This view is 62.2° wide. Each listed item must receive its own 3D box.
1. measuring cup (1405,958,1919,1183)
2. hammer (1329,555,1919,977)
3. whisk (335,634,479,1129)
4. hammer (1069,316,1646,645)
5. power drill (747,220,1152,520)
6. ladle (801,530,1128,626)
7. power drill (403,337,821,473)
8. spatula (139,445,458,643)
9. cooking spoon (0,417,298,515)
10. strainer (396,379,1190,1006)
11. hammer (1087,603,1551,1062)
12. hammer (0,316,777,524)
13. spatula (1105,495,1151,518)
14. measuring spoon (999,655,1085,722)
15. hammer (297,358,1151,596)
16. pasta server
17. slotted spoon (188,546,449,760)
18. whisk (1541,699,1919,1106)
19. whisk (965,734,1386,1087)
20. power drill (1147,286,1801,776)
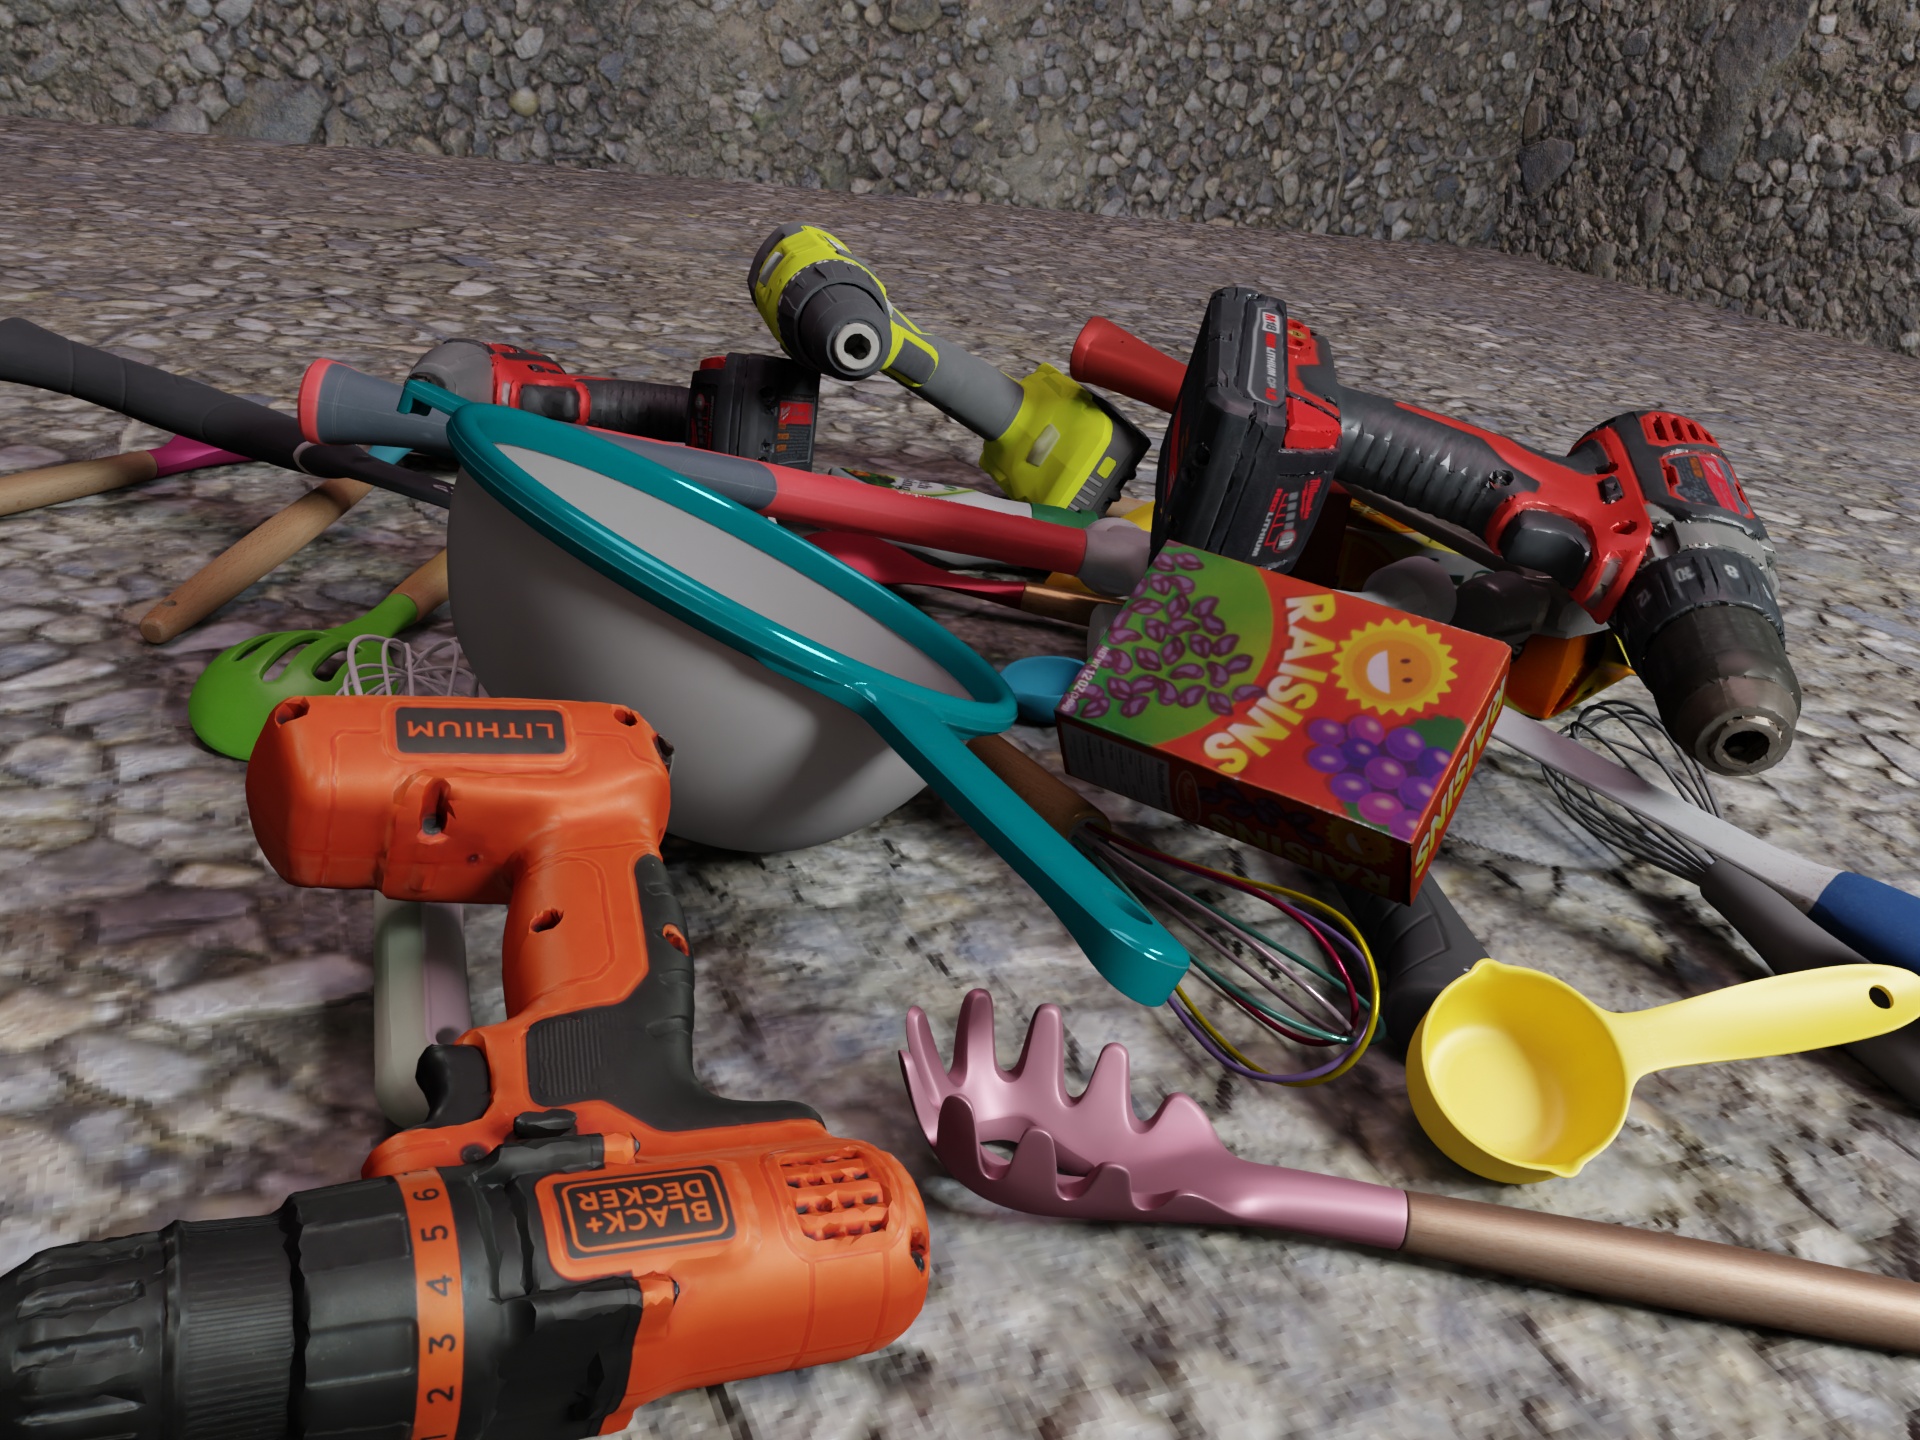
[{"bbox_3d":[0.199,0.093,0.449,0.156,0.029,0.062,-8,60,-11],"label":"measuring cup"},{"bbox_3d":[0.267,0.054,0.515,0.144,0.035,0.406,-22,43,-37],"label":"hammer"},{"bbox_3d":[-0.166,0.036,0.488,0.059,0.057,0.247,-35,35,2],"label":"whisk"},{"bbox_3d":[0.184,-0.135,0.803,0.149,0.036,0.359,-15,37,-31],"label":"hammer"},{"bbox_3d":[-0.009,-0.190,0.895,0.228,0.080,0.191,27,16,-25],"label":"power drill"},{"bbox_3d":[0.056,-0.055,0.792,0.315,0.031,0.069,12,21,4],"label":"ladle"},{"bbox_3d":[-0.201,-0.178,0.909,0.219,0.078,0.143,8,11,9],"label":"power drill"},{"bbox_3d":[-0.305,-0.099,0.781,0.082,0.044,0.318,11,28,3],"label":"spatula"},{"bbox_3d":[-0.430,-0.123,0.799,0.069,0.017,0.319,15,24,19],"label":"cooking spoon"},{"bbox_3d":[-0.059,0.012,0.500,0.210,0.095,0.341,21,15,-43],"label":"strainer"},{"bbox_3d":[0.147,0.028,0.618,0.146,0.035,0.335,4,24,-7],"label":"hammer"},{"bbox_3d":[-0.274,-0.120,0.744,0.409,0.036,0.149,19,22,9],"label":"hammer"},{"bbox_3d":[0.214,-0.096,0.943,0.316,0.018,0.060,17,31,17],"label":"spatula"},{"bbox_3d":[-0.001,-0.002,0.670,0.128,0.021,0.042,-12,29,-20],"label":"measuring spoon"},{"bbox_3d":[-0.091,-0.101,0.690,0.386,0.038,0.143,10,7,-7],"label":"hammer"},{"bbox_3d":[0.138,0.123,0.395,0.316,0.040,0.060,10,19,3],"label":"pasta server"},{"bbox_3d":[-0.239,-0.057,0.701,0.070,0.031,0.314,11,22,0],"label":"slotted spoon"},{"bbox_3d":[0.285,0.060,0.583,0.055,0.055,0.239,2,28,-13],"label":"whisk"},{"bbox_3d":[0.057,0.046,0.539,0.051,0.047,0.245,-7,24,-28],"label":"whisk"},{"bbox_3d":[0.189,-0.069,0.583,0.226,0.080,0.188,14,40,-1],"label":"power drill"}]
